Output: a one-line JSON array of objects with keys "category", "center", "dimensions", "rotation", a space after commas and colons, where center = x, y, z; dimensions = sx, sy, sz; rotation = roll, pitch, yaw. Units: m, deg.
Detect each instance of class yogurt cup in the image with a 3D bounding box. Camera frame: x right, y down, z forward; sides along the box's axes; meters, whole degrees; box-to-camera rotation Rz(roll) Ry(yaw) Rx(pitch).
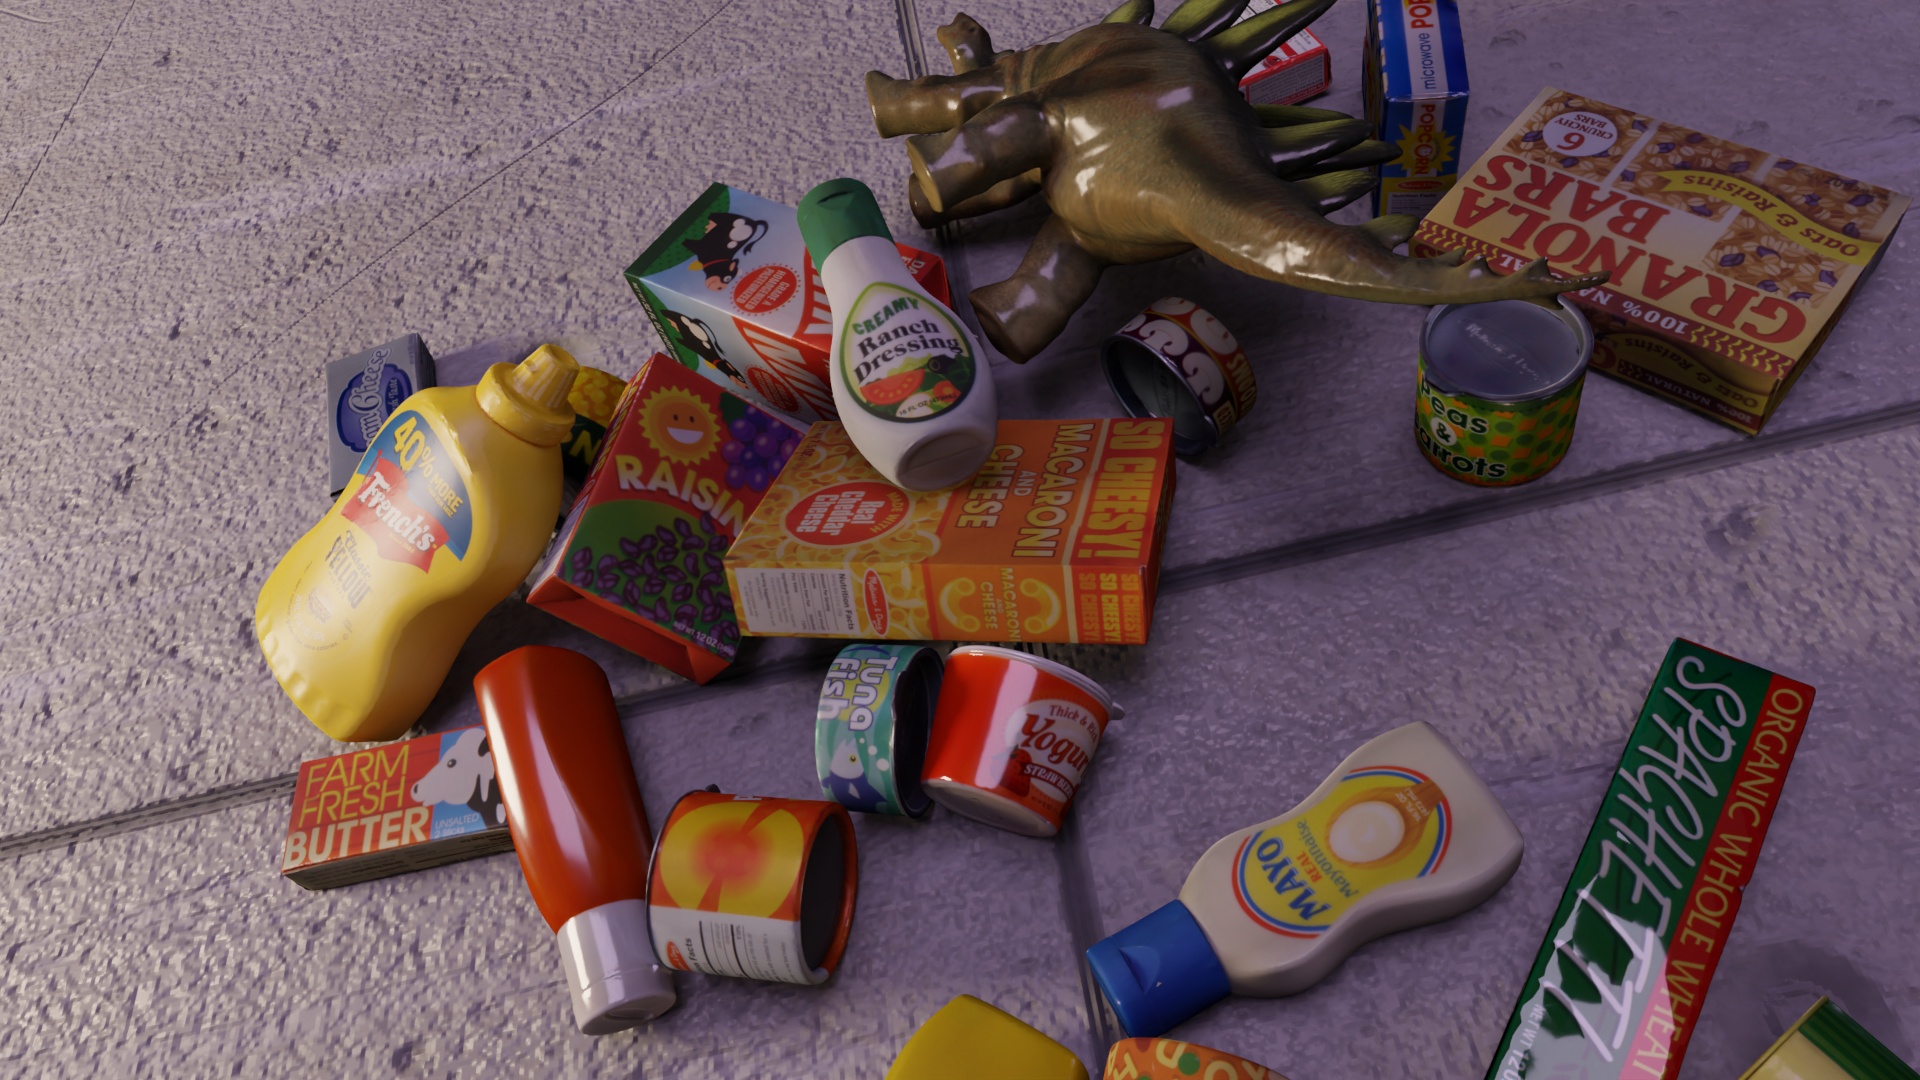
[{"category": "yogurt cup", "center": [0.019, 0.078, 0.527], "dimensions": [0.072, 0.072, 0.054], "rotation": [11, 66, 21]}]

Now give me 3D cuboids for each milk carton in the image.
[{"category": "milk carton", "center": [-0.063, -0.103, 0.674], "dimensions": [0.191, 0.072, 0.074], "rotation": [25, 65, 28]}]

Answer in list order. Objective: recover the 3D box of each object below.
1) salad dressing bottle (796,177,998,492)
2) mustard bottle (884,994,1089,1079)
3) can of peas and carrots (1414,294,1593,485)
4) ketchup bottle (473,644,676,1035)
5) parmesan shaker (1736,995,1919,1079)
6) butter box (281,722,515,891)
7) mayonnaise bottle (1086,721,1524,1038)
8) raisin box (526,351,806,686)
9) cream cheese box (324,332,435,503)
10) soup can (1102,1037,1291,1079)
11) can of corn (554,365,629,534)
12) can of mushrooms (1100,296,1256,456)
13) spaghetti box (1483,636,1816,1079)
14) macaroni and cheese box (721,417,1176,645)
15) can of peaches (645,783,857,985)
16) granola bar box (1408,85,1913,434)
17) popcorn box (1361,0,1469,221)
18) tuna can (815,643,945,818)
[{"category": "salad dressing bottle", "center": [-0.031, -0.090, 0.584], "dimensions": [0.064, 0.043, 0.148], "rotation": [-20, 60, -6]}, {"category": "mustard bottle", "center": [-0.019, 0.226, 0.435], "dimensions": [0.065, 0.048, 0.161], "rotation": [22, 63, 27]}, {"category": "can of peas and carrots", "center": [0.223, -0.064, 0.581], "dimensions": [0.071, 0.058, 0.071], "rotation": [-7, 53, 10]}, {"category": "ketchup bottle", "center": [-0.148, 0.115, 0.544], "dimensions": [0.043, 0.064, 0.149], "rotation": [-30, 60, 9]}, {"category": "parmesan shaker", "center": [0.261, 0.190, 0.383], "dimensions": [0.071, 0.071, 0.103], "rotation": [-36, 55, -12]}, {"category": "butter box", "center": [-0.232, 0.112, 0.589], "dimensions": [0.103, 0.024, 0.053], "rotation": [-12, 53, 5]}, {"category": "mayonnaise bottle", "center": [0.116, 0.123, 0.482], "dimensions": [0.148, 0.041, 0.065], "rotation": [-27, 54, -7]}, {"category": "raisin box", "center": [-0.124, -0.010, 0.615], "dimensions": [0.086, 0.040, 0.124], "rotation": [29, 55, -20]}, {"category": "cream cheese box", "center": [-0.305, -0.063, 0.735], "dimensions": [0.053, 0.024, 0.104], "rotation": [-21, 52, -1]}, {"category": "soup can", "center": [0.067, 0.202, 0.418], "dimensions": [0.071, 0.071, 0.084], "rotation": [7, 57, 19]}, {"category": "can of corn", "center": [-0.177, -0.041, 0.660], "dimensions": [0.071, 0.071, 0.058], "rotation": [10, 57, 21]}, {"category": "can of mushrooms", "center": [0.098, -0.071, 0.614], "dimensions": [0.033, 0.070, 0.071], "rotation": [-39, 55, -16]}, {"category": "spaghetti box", "center": [0.215, 0.140, 0.453], "dimensions": [0.050, 0.028, 0.251], "rotation": [23, 63, 27]}, {"category": "macaroni and cheese box", "center": [0.002, -0.007, 0.583], "dimensions": [0.166, 0.040, 0.124], "rotation": [1, 32, 14]}, {"category": "can of peaches", "center": [-0.074, 0.125, 0.513], "dimensions": [0.058, 0.071, 0.071], "rotation": [2, 55, 15]}, {"category": "granola bar box", "center": [0.306, -0.131, 0.622], "dimensions": [0.166, 0.039, 0.124], "rotation": [32, 67, 31]}, {"category": "popcorn box", "center": [0.221, -0.222, 0.681], "dimensions": [0.038, 0.084, 0.127], "rotation": [-1, 54, 13]}, {"category": "tuna can", "center": [-0.030, 0.072, 0.538], "dimensions": [0.033, 0.070, 0.071], "rotation": [2, 55, 17]}]
